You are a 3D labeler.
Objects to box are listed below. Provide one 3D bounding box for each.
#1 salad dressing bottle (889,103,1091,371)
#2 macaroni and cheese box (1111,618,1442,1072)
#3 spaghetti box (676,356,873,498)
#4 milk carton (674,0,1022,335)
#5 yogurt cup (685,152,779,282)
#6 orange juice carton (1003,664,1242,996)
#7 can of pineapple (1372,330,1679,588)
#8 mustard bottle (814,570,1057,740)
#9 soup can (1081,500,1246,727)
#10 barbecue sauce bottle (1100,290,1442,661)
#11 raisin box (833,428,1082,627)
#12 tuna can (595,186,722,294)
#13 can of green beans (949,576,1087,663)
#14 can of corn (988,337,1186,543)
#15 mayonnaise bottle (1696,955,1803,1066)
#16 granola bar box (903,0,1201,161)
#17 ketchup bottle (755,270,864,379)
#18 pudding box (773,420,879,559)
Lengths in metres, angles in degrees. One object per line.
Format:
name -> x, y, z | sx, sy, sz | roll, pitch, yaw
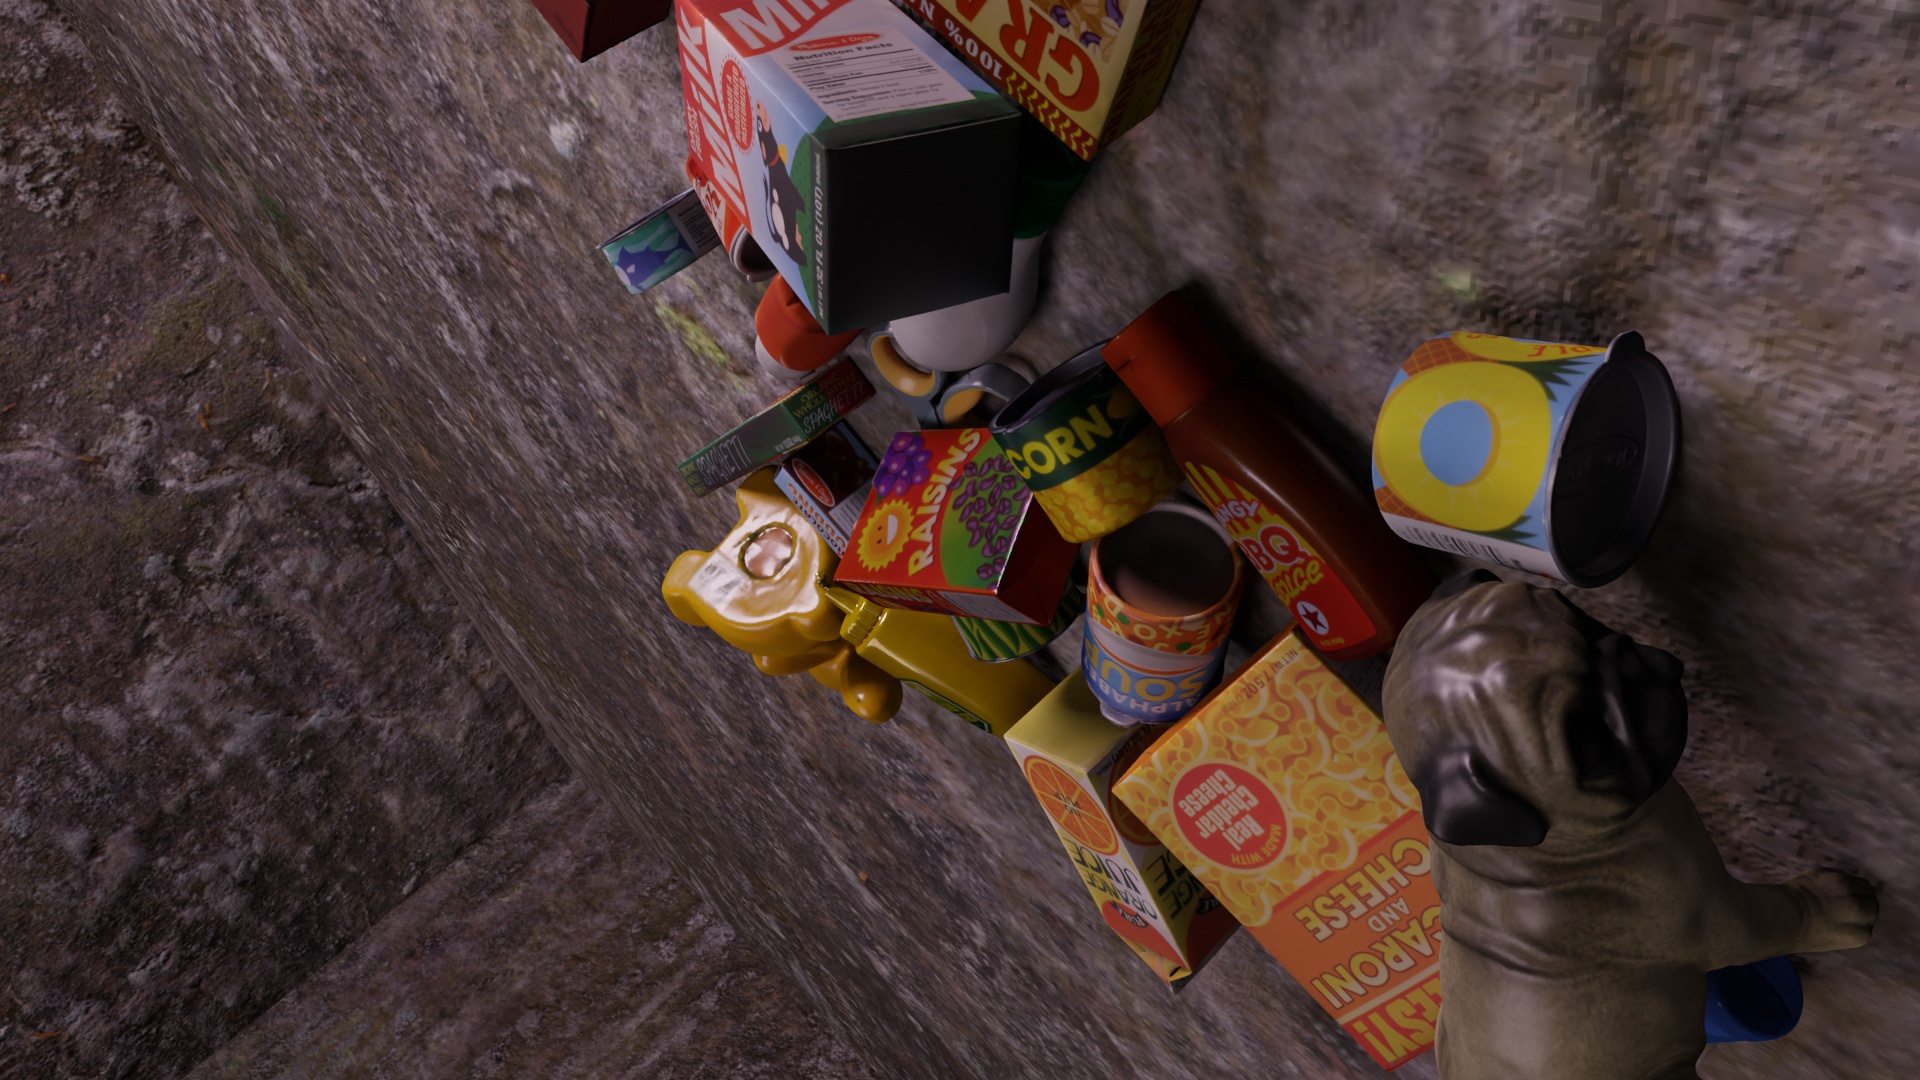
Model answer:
salad dressing bottle -> 0.010, -0.118, 0.559 | 0.064, 0.044, 0.147 | 54, 156, 5
macaroni and cheese box -> 0.163, 0.125, 0.577 | 0.166, 0.040, 0.123 | 46, 127, 8
spaghetti box -> -0.123, -0.065, 0.868 | 0.028, 0.050, 0.249 | 56, 156, -9
milk carton -> -0.055, -0.161, 0.524 | 0.191, 0.074, 0.072 | 54, 151, 40
yogurt cup -> -0.090, -0.165, 0.645 | 0.054, 0.072, 0.072 | 54, 158, 11
orange juice carton -> 0.107, 0.165, 0.770 | 0.073, 0.072, 0.192 | 13, 137, 55
can of pineapple -> 0.161, -0.027, 0.398 | 0.058, 0.071, 0.070 | 19, 142, 50
mustard bottle -> -0.020, 0.064, 0.816 | 0.160, 0.049, 0.065 | 32, 168, -10
soup can -> 0.087, 0.034, 0.612 | 0.071, 0.071, 0.083 | 38, 154, 26
barbecue sauce bottle -> 0.112, -0.025, 0.514 | 0.148, 0.044, 0.064 | 51, 164, -1
raisin box -> 0.002, -0.008, 0.655 | 0.040, 0.086, 0.123 | 32, 162, -36
tuna can -> -0.165, -0.165, 0.768 | 0.071, 0.071, 0.032 | 4, 130, 59
can of green beans -> 0.021, 0.020, 0.715 | 0.071, 0.071, 0.057 | 11, 135, 56
can of corn -> 0.053, -0.039, 0.564 | 0.058, 0.071, 0.071 | 55, 156, -13
mayonnaise bottle -> 0.265, 0.183, 0.552 | 0.065, 0.041, 0.147 | 45, 157, 9
granola bar box -> 0.006, -0.215, 0.425 | 0.166, 0.039, 0.123 | 45, 156, 12
ketchup bottle -> -0.075, -0.112, 0.700 | 0.043, 0.065, 0.148 | 61, 163, -4
pudding box -> -0.065, -0.024, 0.825 | 0.083, 0.050, 0.030 | 49, 155, 0
